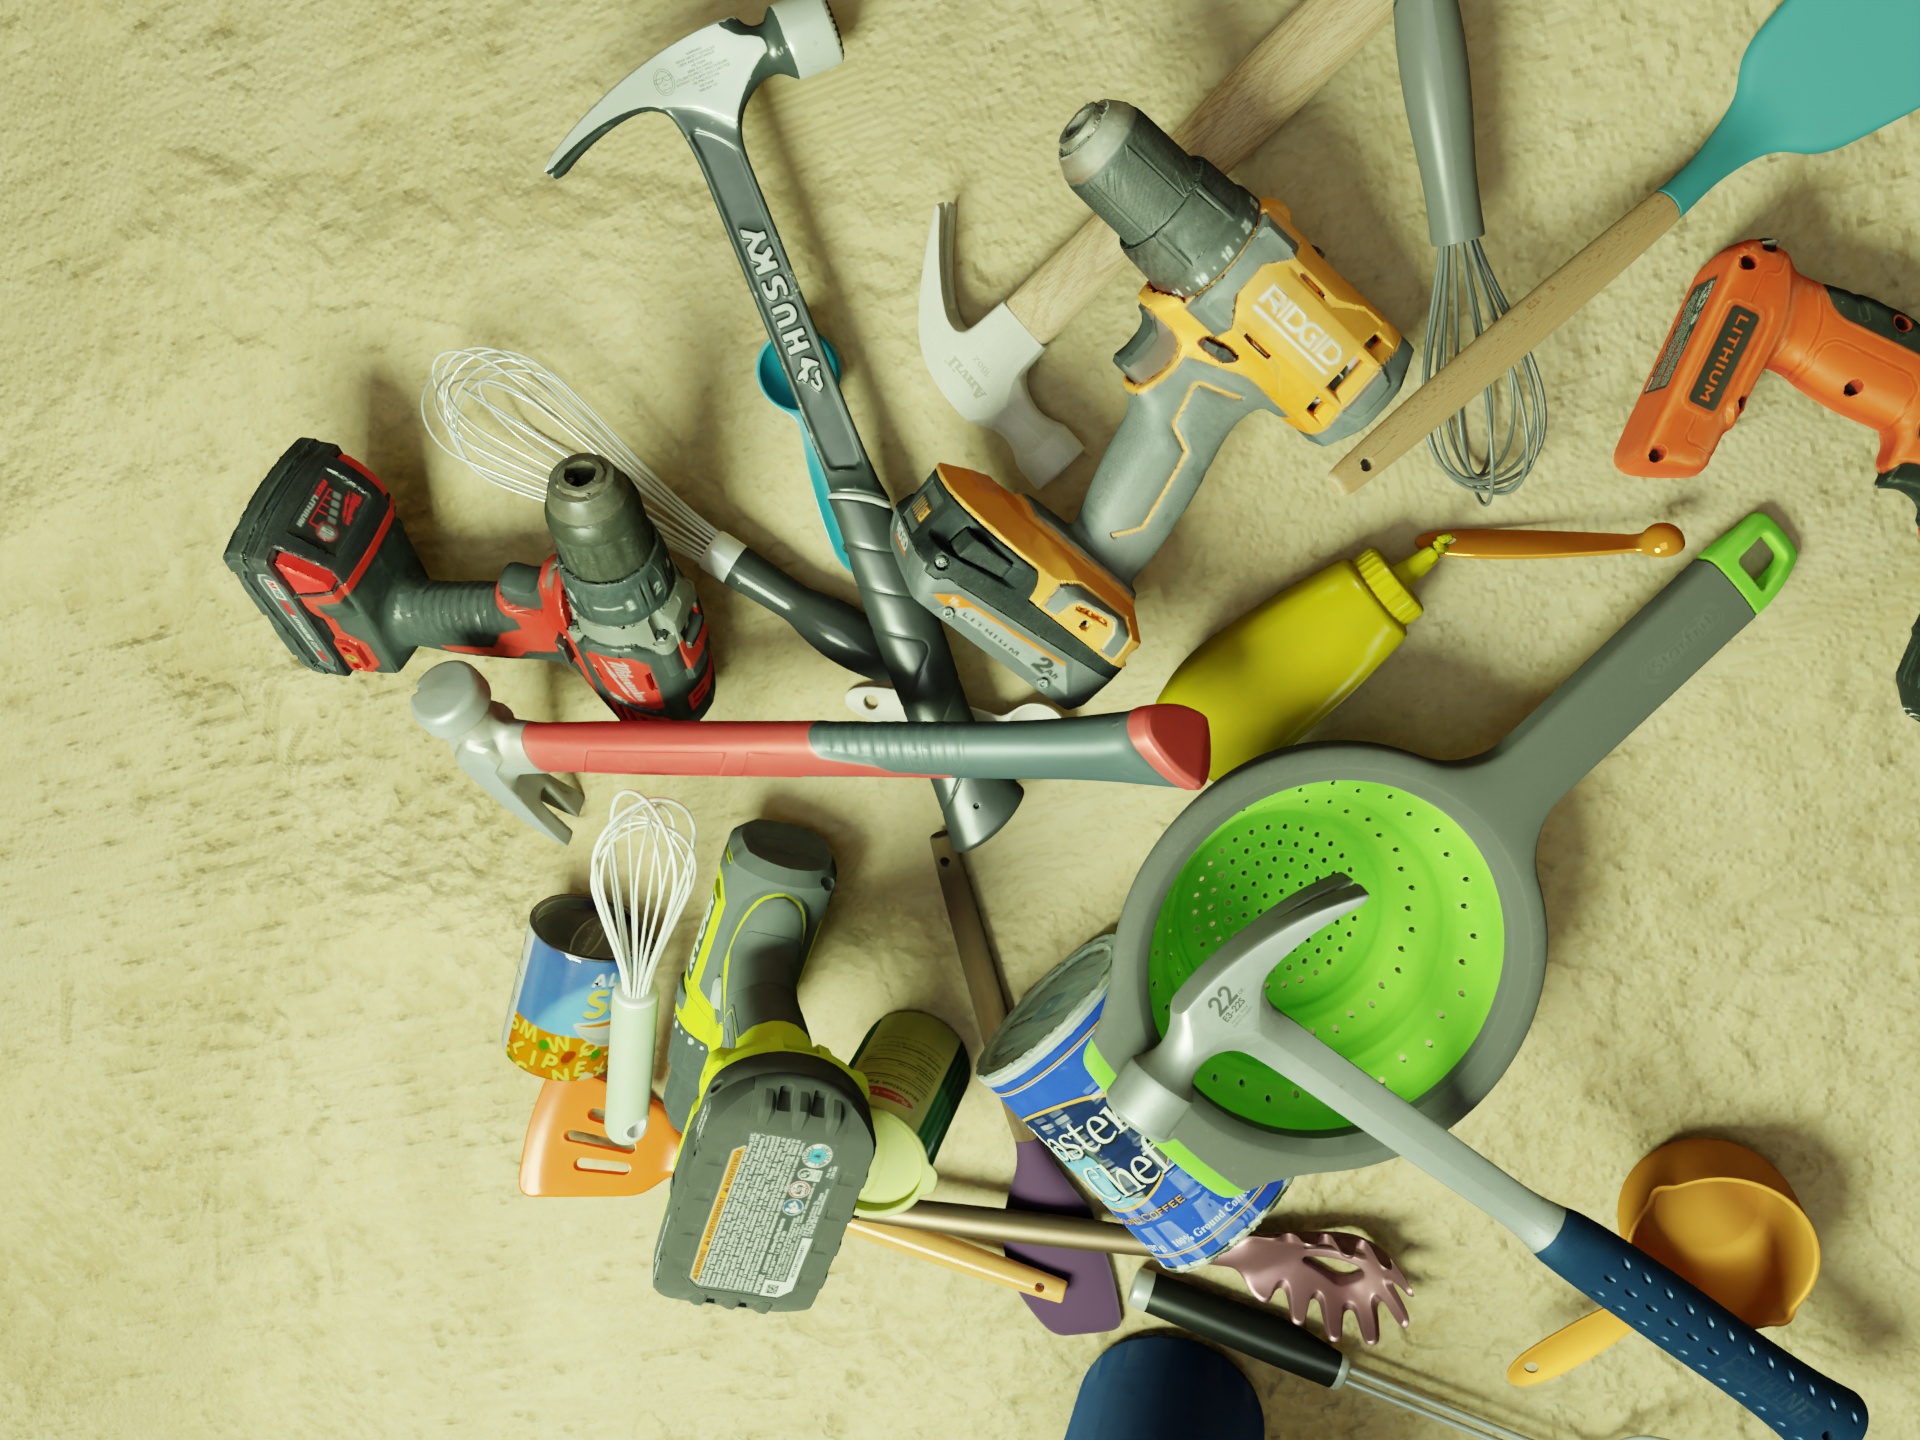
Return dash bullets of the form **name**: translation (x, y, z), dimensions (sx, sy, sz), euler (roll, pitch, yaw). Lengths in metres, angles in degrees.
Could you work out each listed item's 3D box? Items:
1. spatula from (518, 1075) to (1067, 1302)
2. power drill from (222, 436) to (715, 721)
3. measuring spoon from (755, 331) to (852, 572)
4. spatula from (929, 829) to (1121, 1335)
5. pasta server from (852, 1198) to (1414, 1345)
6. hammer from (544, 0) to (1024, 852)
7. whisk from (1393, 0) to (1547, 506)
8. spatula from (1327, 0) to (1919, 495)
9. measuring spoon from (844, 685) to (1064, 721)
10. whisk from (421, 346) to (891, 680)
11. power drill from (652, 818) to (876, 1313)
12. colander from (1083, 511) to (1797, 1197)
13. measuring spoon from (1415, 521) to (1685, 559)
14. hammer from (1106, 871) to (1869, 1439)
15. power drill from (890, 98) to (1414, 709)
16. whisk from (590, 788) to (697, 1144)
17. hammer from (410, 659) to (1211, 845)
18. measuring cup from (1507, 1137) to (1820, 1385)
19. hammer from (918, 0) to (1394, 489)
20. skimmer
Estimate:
- **spatula**: translation (-0.095, 0.280, 0.917), dimensions (0.322, 0.041, 0.081), euler (16, 88, 10)
- **power drill**: translation (-0.238, -0.075, 0.787), dimensions (0.227, 0.080, 0.187), euler (12, 150, 10)
- **measuring spoon**: translation (-0.069, -0.136, 0.806), dimensions (0.042, 0.021, 0.128), euler (-15, 112, 2)
- **spatula**: translation (0.028, 0.208, 0.883), dimensions (0.060, 0.018, 0.315), euler (-11, 104, 15)
- **pasta server**: translation (0.084, 0.289, 0.871), dimensions (0.316, 0.040, 0.060), euler (5, 115, 7)
- **hammer**: translation (-0.061, -0.124, 0.770), dimensions (0.149, 0.036, 0.408), euler (-21, 102, 1)
- **whisk**: translation (0.213, -0.208, 0.684), dimensions (0.055, 0.055, 0.238), euler (-9, 109, 16)
- **spatula**: translation (0.277, -0.200, 0.657), dimensions (0.317, 0.044, 0.082), euler (-41, 98, -2)
- **measuring spoon**: translation (-0.001, -0.003, 0.831), dimensions (0.124, 0.018, 0.034), euler (11, 109, 17)
- **whisk**: translation (-0.149, -0.101, 0.816), dimensions (0.284, 0.070, 0.070), euler (33, 111, -3)
- **power drill**: translation (-0.109, 0.182, 0.803), dimensions (0.080, 0.229, 0.190), euler (14, 112, -16)
- **colander**: translation (0.224, 0.046, 0.760), dimensions (0.397, 0.094, 0.204), euler (-44, 102, 3)
- **measuring spoon**: translation (0.269, -0.084, 0.729), dimensions (0.117, 0.021, 0.011), euler (2, 134, 22)
- **hammer**: translation (0.266, 0.224, 0.732), dimensions (0.405, 0.035, 0.144), euler (35, 96, -12)
- **power drill**: translation (0.064, -0.137, 0.702), dimensions (0.185, 0.084, 0.226), euler (35, 106, -26)
- **whisk**: translation (-0.173, 0.138, 0.846), dimensions (0.059, 0.058, 0.246), euler (37, 131, 33)
- **hammer**: translation (-0.070, 0.022, 0.775), dimensions (0.386, 0.038, 0.143), euler (0, 149, 20)
- **measuring cup**: translation (0.348, 0.281, 0.812), dimensions (0.095, 0.052, 0.173), euler (45, 113, -3)
- **hammer**: translation (0.110, -0.261, 0.715), dimensions (0.331, 0.031, 0.130), euler (-41, 94, 20)
- **skimmer**: translation (0.258, 0.391, 0.843), dimensions (0.363, 0.090, 0.127), euler (20, 119, 8)
